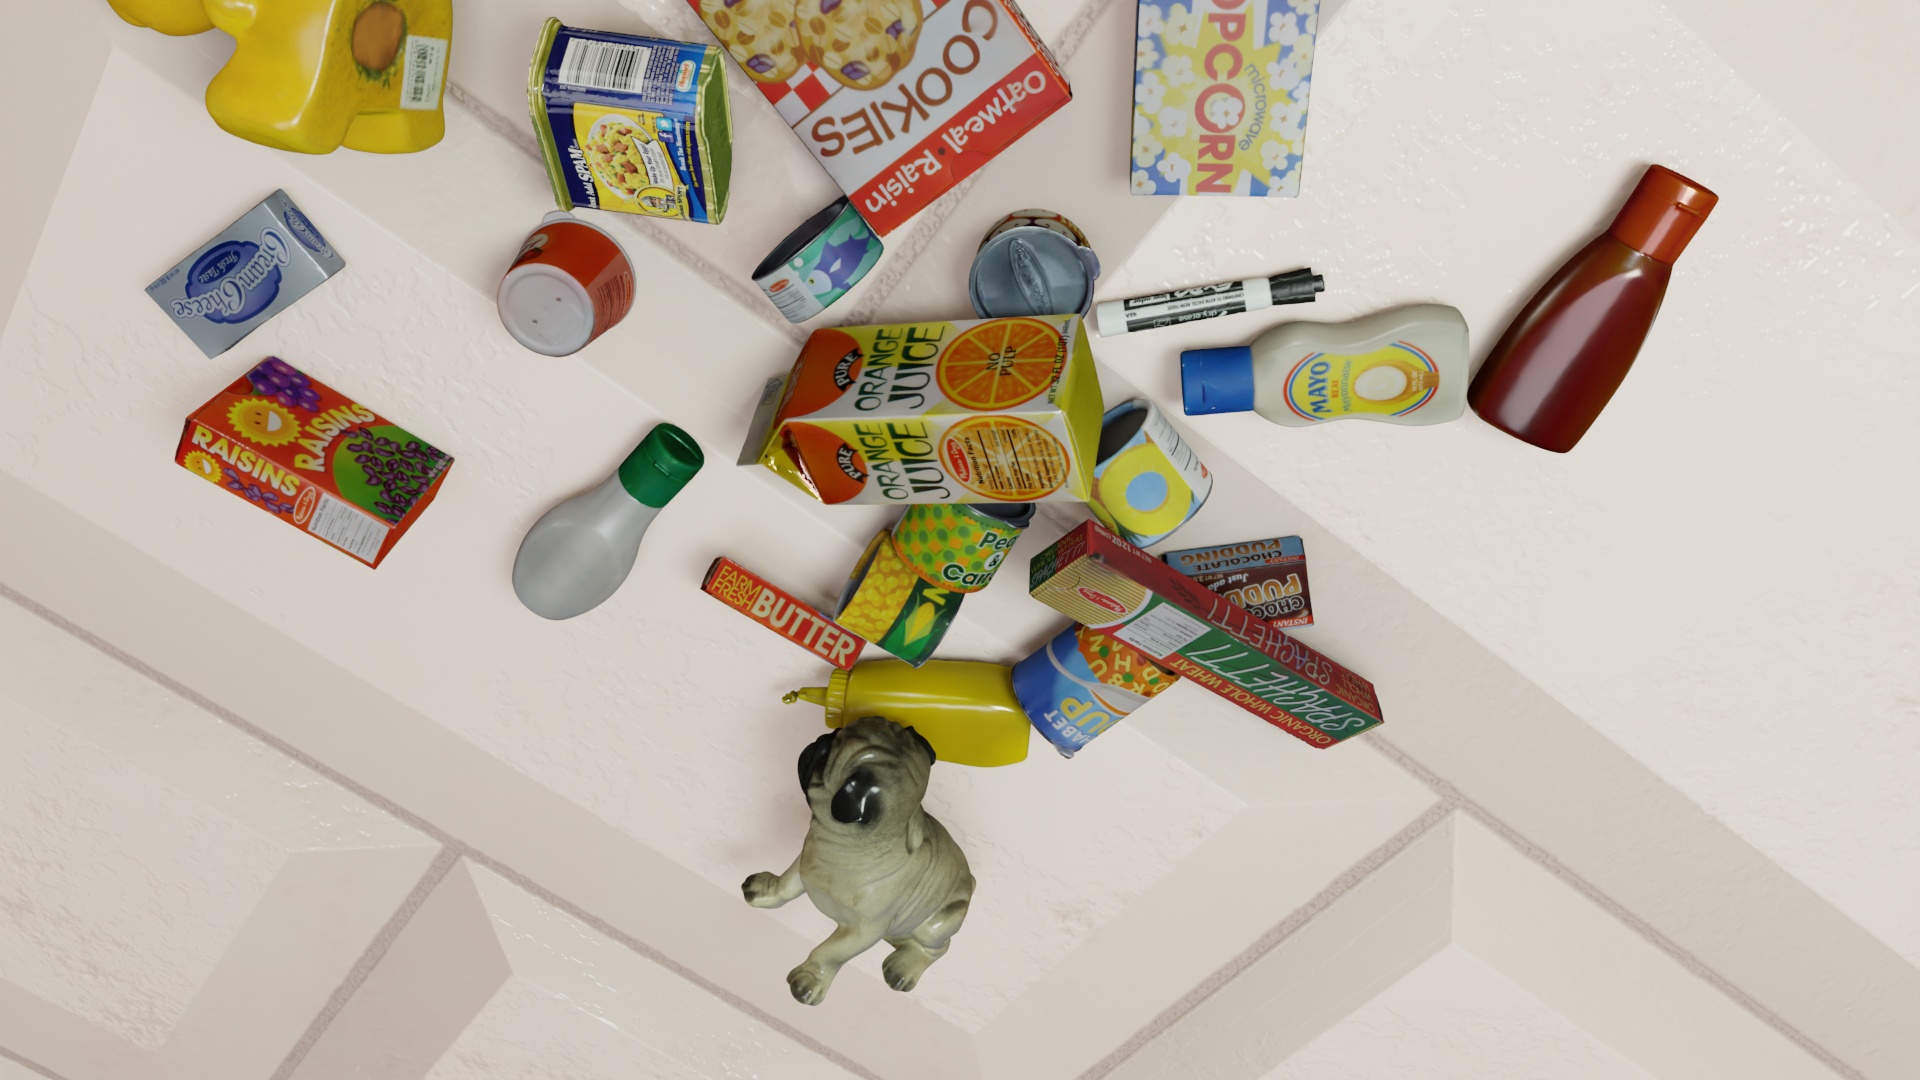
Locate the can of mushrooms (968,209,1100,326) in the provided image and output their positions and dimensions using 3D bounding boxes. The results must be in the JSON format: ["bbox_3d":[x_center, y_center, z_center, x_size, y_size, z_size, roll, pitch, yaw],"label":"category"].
[{"bbox_3d":[0.041,-0.142,0.742,0.071,0.034,0.070,3,120,5],"label":"can of mushrooms"}]

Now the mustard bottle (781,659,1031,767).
[{"bbox_3d":[-0.034,0.105,0.886,0.160,0.049,0.065,7,127,3],"label":"mustard bottle"}]

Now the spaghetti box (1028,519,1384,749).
[{"bbox_3d":[0.148,0.061,0.809,0.250,0.029,0.050,28,135,-28],"label":"spaghetti box"}]

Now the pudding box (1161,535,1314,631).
[{"bbox_3d":[0.165,0.030,0.831,0.084,0.030,0.049,-7,120,11],"label":"pudding box"}]

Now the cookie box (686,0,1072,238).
[{"bbox_3d":[-0.043,-0.252,0.682,0.122,0.040,0.167,-32,112,22],"label":"cookie box"}]

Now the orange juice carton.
[{"bbox_3d":[-0.026,-0.068,0.750,0.193,0.072,0.072,0,141,17],"label":"orange juice carton"}]

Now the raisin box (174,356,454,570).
[{"bbox_3d":[-0.375,-0.047,0.813,0.123,0.086,0.040,31,121,-11],"label":"raisin box"}]

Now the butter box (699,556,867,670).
[{"bbox_3d":[-0.111,0.045,0.857,0.103,0.053,0.024,32,81,-12],"label":"butter box"}]

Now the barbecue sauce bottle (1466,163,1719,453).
[{"bbox_3d":[0.329,-0.119,0.717,0.065,0.044,0.147,22,120,-7],"label":"barbecue sauce bottle"}]

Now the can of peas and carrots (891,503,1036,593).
[{"bbox_3d":[0.003,-0.010,0.802,0.071,0.071,0.058,26,121,-9],"label":"can of peas and carrots"}]

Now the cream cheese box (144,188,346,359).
[{"bbox_3d":[-0.407,-0.151,0.792,0.103,0.024,0.053,-27,115,20],"label":"cream cheese box"}]

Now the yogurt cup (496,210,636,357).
[{"bbox_3d":[-0.218,-0.136,0.762,0.072,0.054,0.072,3,121,5],"label":"yogurt cup"}]

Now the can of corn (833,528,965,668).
[{"bbox_3d":[-0.035,0.032,0.834,0.058,0.071,0.071,30,119,-11],"label":"can of corn"}]

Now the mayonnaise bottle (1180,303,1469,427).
[{"bbox_3d":[0.194,-0.090,0.750,0.148,0.041,0.064,-4,122,8],"label":"mayonnaise bottle"}]

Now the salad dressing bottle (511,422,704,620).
[{"bbox_3d":[-0.213,-0.011,0.842,0.064,0.044,0.147,42,115,-15],"label":"salad dressing bottle"}]

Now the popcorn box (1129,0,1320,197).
[{"bbox_3d":[0.127,-0.233,0.676,0.085,0.038,0.126,2,121,5],"label":"popcorn box"}]

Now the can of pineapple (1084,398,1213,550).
[{"bbox_3d":[0.097,-0.036,0.778,0.071,0.071,0.057,-33,111,23],"label":"can of pineapple"}]

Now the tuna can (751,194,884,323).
[{"bbox_3d":[-0.073,-0.149,0.734,0.071,0.071,0.032,-31,114,22],"label":"tuna can"}]

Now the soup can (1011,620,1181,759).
[{"bbox_3d":[0.084,0.082,0.846,0.083,0.072,0.071,-39,109,24],"label":"soup can"}]
